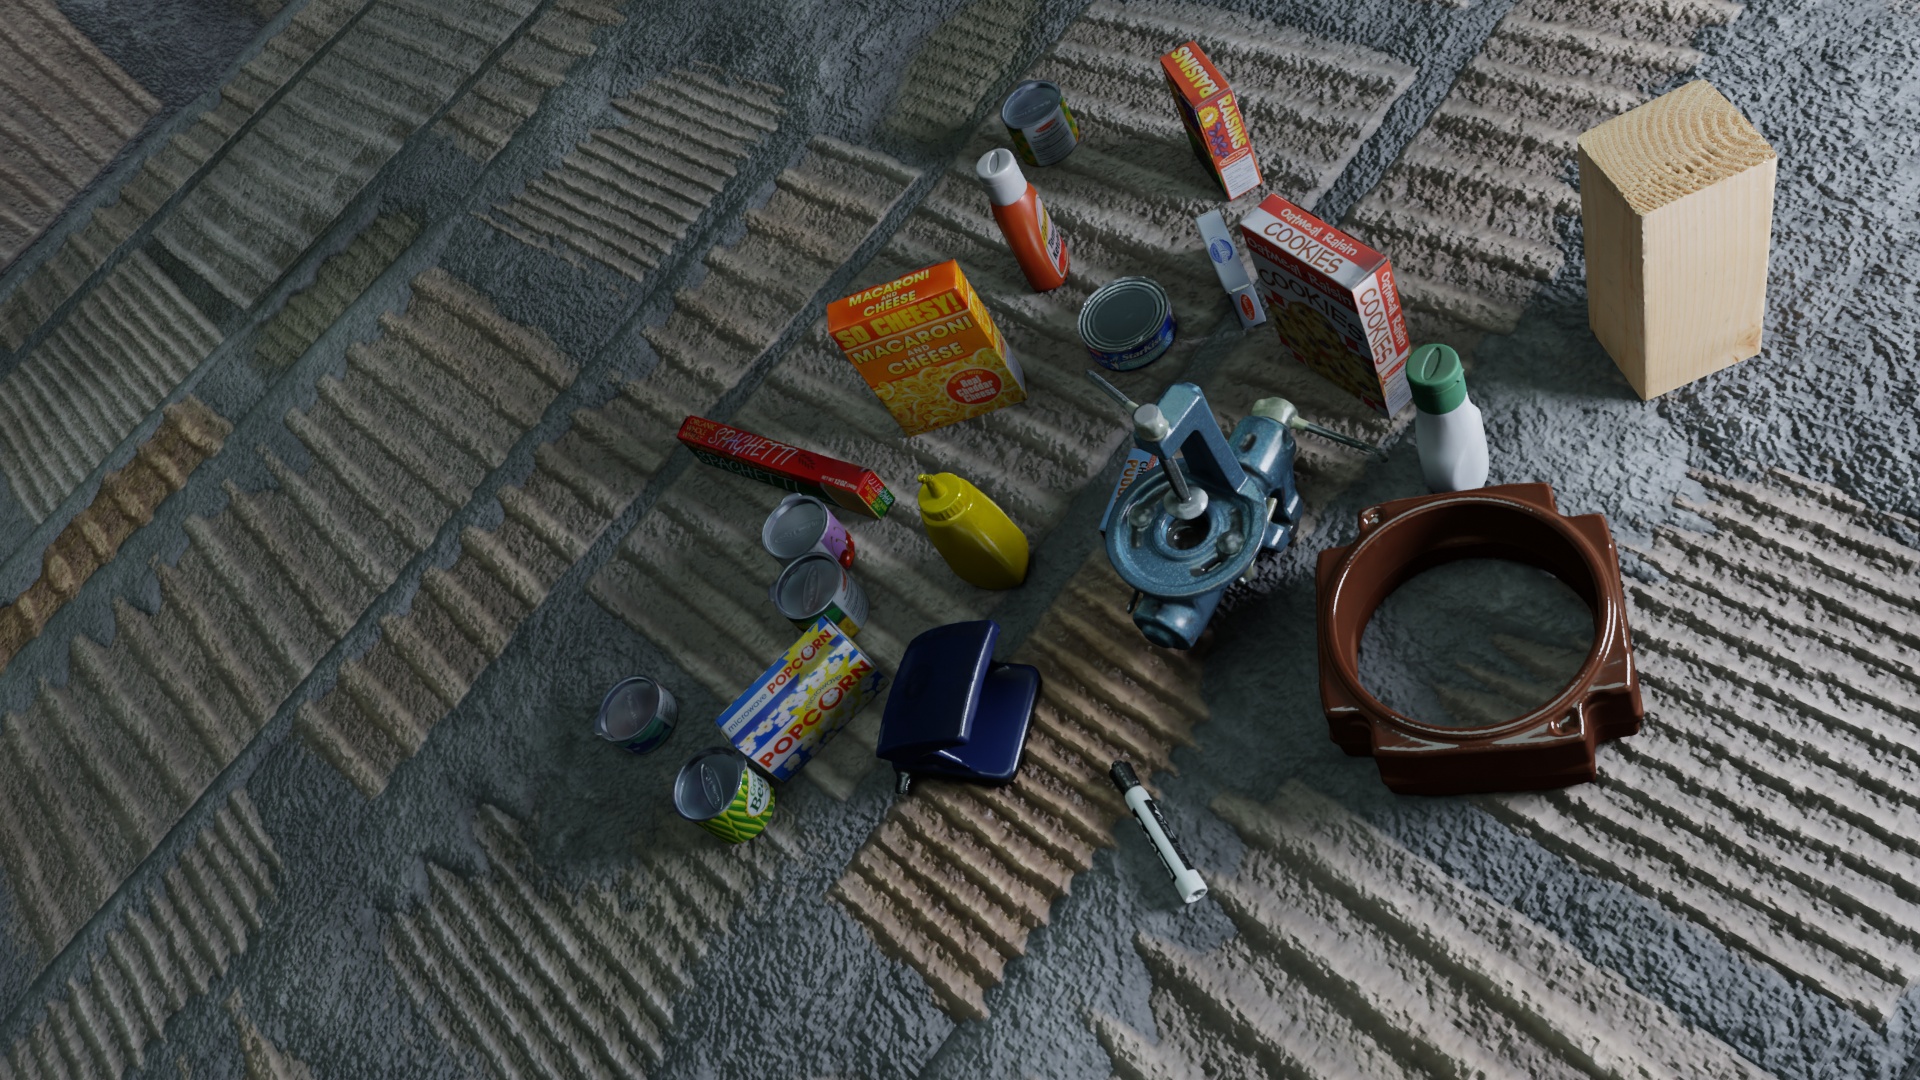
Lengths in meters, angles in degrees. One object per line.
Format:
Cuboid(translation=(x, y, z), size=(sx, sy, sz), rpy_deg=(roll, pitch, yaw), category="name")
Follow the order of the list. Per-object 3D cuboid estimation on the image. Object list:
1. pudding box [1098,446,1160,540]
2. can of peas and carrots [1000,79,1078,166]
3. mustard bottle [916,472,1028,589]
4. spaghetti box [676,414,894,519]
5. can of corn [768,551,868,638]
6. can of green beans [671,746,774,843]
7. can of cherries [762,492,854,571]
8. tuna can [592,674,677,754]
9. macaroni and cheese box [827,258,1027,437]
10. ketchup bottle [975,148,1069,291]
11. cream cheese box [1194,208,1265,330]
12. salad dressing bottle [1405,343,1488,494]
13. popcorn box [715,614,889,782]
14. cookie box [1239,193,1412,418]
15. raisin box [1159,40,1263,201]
Cuboid(translation=(0.147, -0.029, 1.145), size=(0.030, 0.049, 0.084), rpy_deg=(10, 65, 32), category="pudding box")
Cuboid(translation=(0.082, -0.432, 1.435), size=(0.071, 0.058, 0.071), rpy_deg=(-13, 55, 19), category="can of peas and carrots")
Cuboid(translation=(0.004, -0.014, 1.137), size=(0.065, 0.159, 0.049), rpy_deg=(-2, 60, 26), category="mustard bottle")
Cuboid(translation=(-0.173, -0.073, 1.335), size=(0.250, 0.050, 0.029), rpy_deg=(18, 69, 34), category="spaghetti box")
Cuboid(translation=(-0.124, 0.053, 1.224), size=(0.071, 0.058, 0.071), rpy_deg=(-13, 55, 19), category="can of corn")
Cuboid(translation=(-0.196, 0.213, 1.157), size=(0.071, 0.057, 0.071), rpy_deg=(-13, 55, 19), category="can of green beans")
Cuboid(translation=(-0.137, 0.000, 1.265), size=(0.071, 0.058, 0.072), rpy_deg=(-13, 55, 19), category="can of cherries")
Cuboid(translation=(-0.294, 0.159, 1.257), size=(0.071, 0.032, 0.071), rpy_deg=(-13, 55, 19), category="tuna can")
Cuboid(translation=(-0.028, -0.170, 1.250), size=(0.123, 0.166, 0.040), rpy_deg=(-17, 54, 17), category="macaroni and cheese box")
Cuboid(translation=(0.058, -0.302, 1.304), size=(0.043, 0.148, 0.065), rpy_deg=(-10, 56, 21), category="ketchup bottle")
Cuboid(translation=(0.239, -0.241, 1.234), size=(0.024, 0.053, 0.104), rpy_deg=(-23, 52, 13), category="cream cheese box")
Cuboid(translation=(0.355, -0.086, 1.015), size=(0.044, 0.147, 0.064), rpy_deg=(13, 67, 33), category="salad dressing bottle")
Cuboid(translation=(-0.131, 0.133, 1.157), size=(0.127, 0.085, 0.038), rpy_deg=(-44, 51, -5), category="popcorn box")
Cuboid(translation=(0.294, -0.185, 1.096), size=(0.040, 0.167, 0.123), rpy_deg=(-43, 51, -3), category="cookie box")
Cuboid(translation=(0.232, -0.388, 1.288), size=(0.040, 0.123, 0.086), rpy_deg=(-28, 51, 9), category="raisin box")
